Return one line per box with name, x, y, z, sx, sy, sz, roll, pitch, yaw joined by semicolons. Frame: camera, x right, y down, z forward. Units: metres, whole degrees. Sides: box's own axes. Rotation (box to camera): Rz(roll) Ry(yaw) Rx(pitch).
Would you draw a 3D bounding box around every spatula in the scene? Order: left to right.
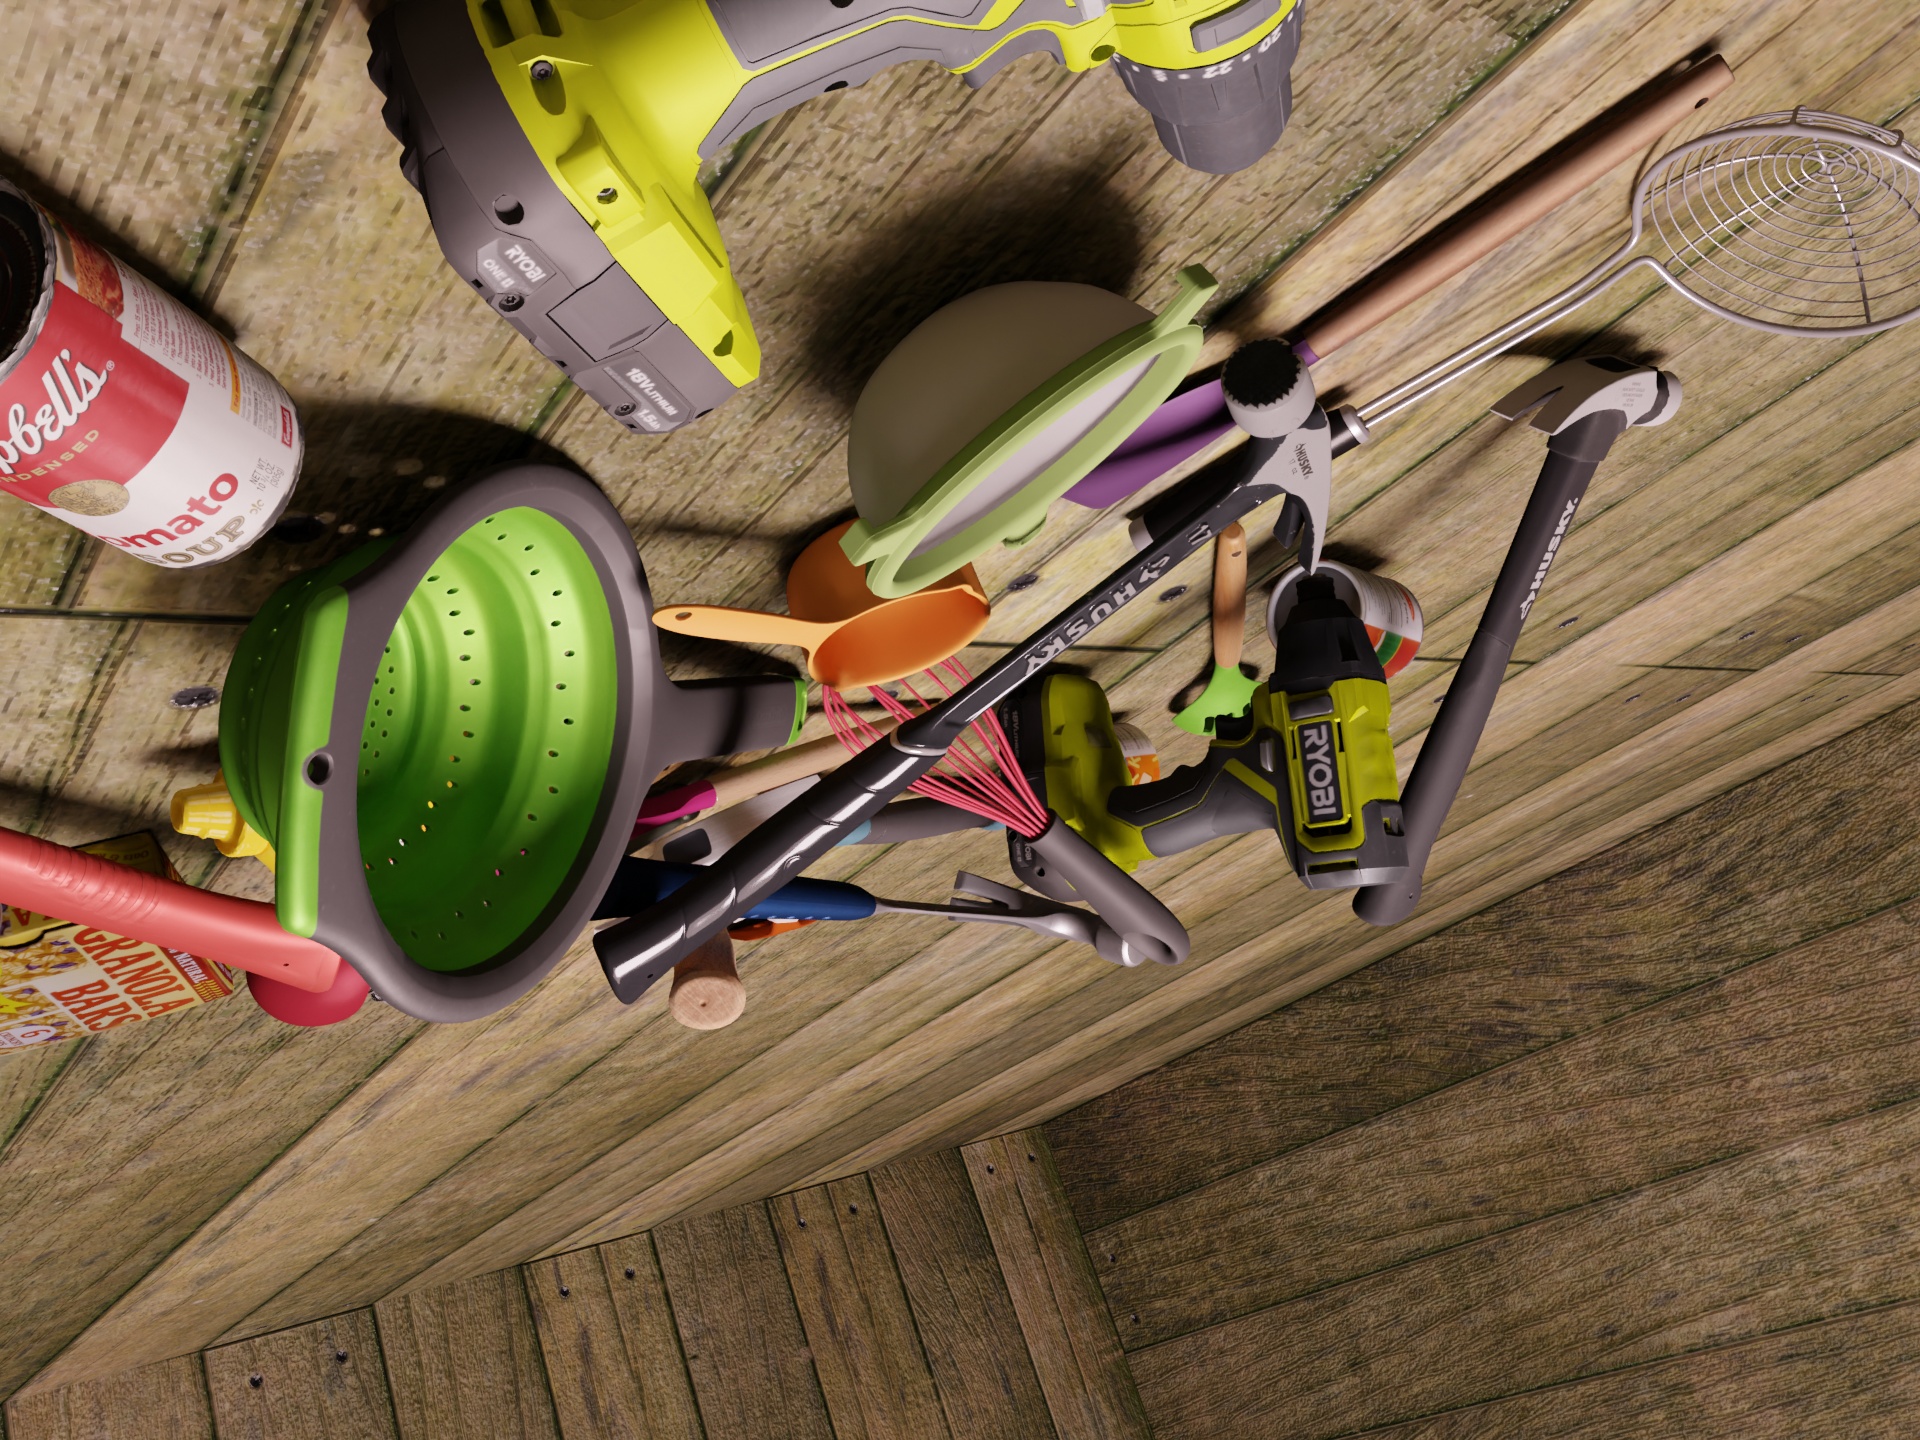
spatula;-0.129;0.103;1.103;0.081;0.041;0.322;-15;156;-12
spatula;0.170;-0.174;0.673;0.316;0.018;0.059;-31;157;29

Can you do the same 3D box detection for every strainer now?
strainer;0.012;-0.113;0.631;0.151;0.069;0.256;-38;178;0

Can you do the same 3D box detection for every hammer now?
hammer;-0.394;0.061;0.636;0.149;0.037;0.358;-26;151;13
hammer;-0.148;0.126;0.898;0.130;0.031;0.331;-3;-178;-9
hammer;-0.055;0.103;0.898;0.144;0.035;0.405;10;178;39
hammer;-0.060;0.067;1.001;0.128;0.033;0.331;-28;166;32
hammer;-0.001;-0.002;0.716;0.409;0.036;0.149;-37;151;5
hammer;0.283;-0.033;0.861;0.146;0.035;0.334;-10;124;-45

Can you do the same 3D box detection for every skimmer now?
skimmer;0.237;-0.145;0.708;0.363;0.090;0.127;-28;136;25

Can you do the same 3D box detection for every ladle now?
ladle;-0.280;0.092;0.894;0.315;0.069;0.031;-30;-159;12

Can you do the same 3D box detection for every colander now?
colander;-0.176;-0.002;0.666;0.094;0.204;0.397;9;-174;17

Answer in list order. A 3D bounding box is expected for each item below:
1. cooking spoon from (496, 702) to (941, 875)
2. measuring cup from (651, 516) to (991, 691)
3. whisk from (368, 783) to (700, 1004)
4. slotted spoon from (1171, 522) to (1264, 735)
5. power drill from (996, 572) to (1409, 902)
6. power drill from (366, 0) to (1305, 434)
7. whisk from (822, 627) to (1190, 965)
cooking spoon;-0.113;0.031;0.829;0.319;0.017;0.069;-19;172;-47
measuring cup;-0.066;-0.059;0.695;0.173;0.052;0.095;2;150;-44
whisk;-0.256;0.103;0.939;0.246;0.059;0.058;-30;-160;12
slotted spoon;0.165;-0.048;0.990;0.070;0.031;0.313;-20;159;1
power drill;0.136;0.018;0.911;0.223;0.171;0.080;-11;169;34
power drill;-0.013;-0.170;0.419;0.228;0.080;0.190;-26;160;8
whisk;0.029;0.044;0.843;0.073;0.073;0.295;-32;120;28
